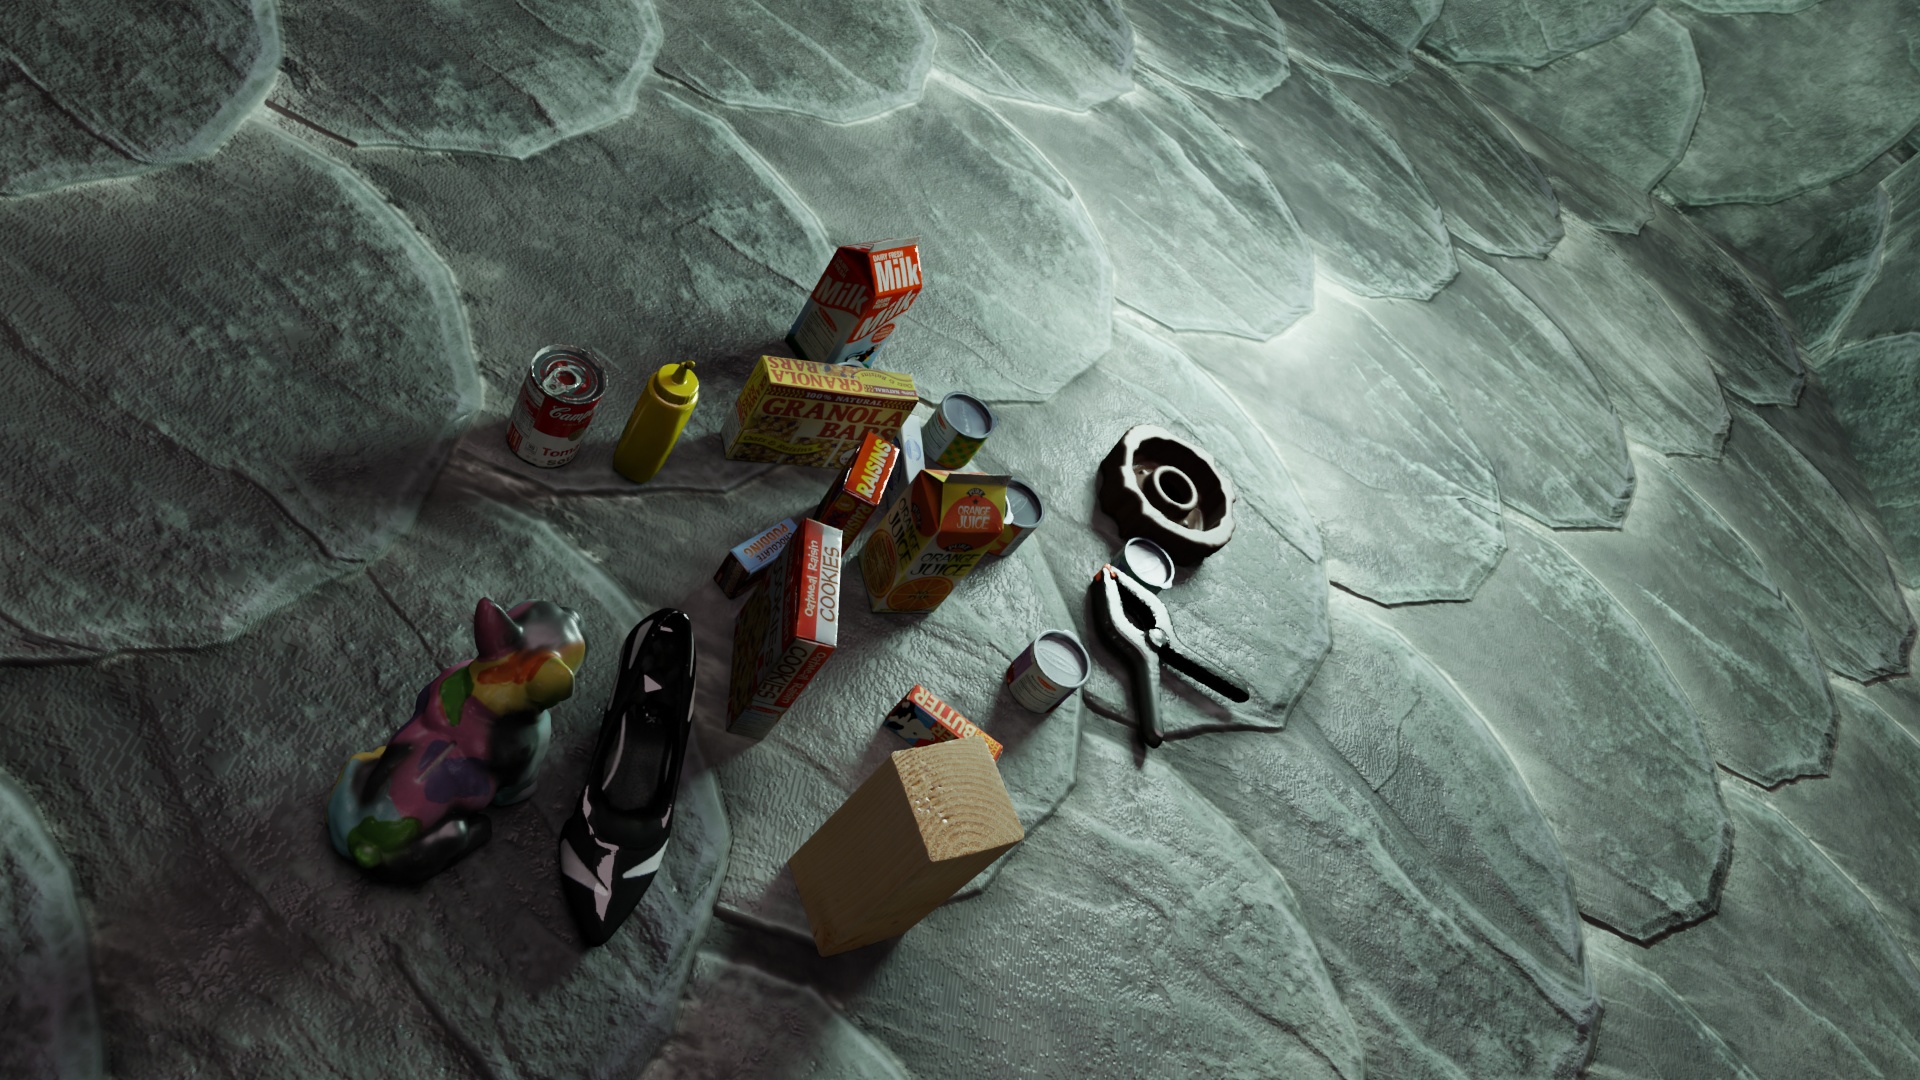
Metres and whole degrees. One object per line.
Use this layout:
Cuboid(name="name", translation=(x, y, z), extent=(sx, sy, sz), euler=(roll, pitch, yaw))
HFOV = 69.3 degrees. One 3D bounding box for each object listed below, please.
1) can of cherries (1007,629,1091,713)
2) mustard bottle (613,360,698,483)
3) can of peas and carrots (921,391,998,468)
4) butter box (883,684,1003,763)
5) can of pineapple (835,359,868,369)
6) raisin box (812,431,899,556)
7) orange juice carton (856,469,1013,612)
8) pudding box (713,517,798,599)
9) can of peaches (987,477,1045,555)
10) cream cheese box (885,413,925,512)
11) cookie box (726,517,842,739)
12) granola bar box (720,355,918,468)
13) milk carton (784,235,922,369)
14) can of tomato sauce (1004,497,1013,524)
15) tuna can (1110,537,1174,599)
Cuboid(name="can of cherries", translation=(0.090, 0.131, 1.400), extent=(0.071, 0.058, 0.072), euler=(18, 48, -21))
Cuboid(name="mustard bottle", translation=(-0.277, -0.119, 1.288), extent=(0.049, 0.159, 0.066), euler=(28, 45, -12))
Cuboid(name="can of peas and carrots", translation=(-0.002, -0.122, 1.542), extent=(0.071, 0.058, 0.071), euler=(18, 48, -21))
Cuboid(name="butter box", translation=(-0.016, 0.182, 1.295), extent=(0.103, 0.053, 0.024), euler=(36, 44, -3))
Cuboid(name="can of pineapple", translation=(-0.121, -0.149, 1.486), extent=(0.071, 0.057, 0.071), euler=(18, 48, -21))
Cuboid(name="raisin box", translation=(-0.111, -0.035, 1.356), extent=(0.040, 0.122, 0.086), euler=(29, 45, -11))
Cuboid(name="orange juice carton", translation=(-0.024, -0.008, 1.341), extent=(0.072, 0.191, 0.073), euler=(2, 55, -32))
Cuboid(name="pudding box", translation=(-0.189, 0.016, 1.316), extent=(0.030, 0.049, 0.084), euler=(48, 45, 8))
Cuboid(name="can of peaches", translation=(0.047, -0.027, 1.499), extent=(0.071, 0.057, 0.071), euler=(18, 48, -21))
Cuboid(name="cream cheese box", translation=(-0.061, -0.081, 1.475), extent=(0.024, 0.053, 0.104), euler=(12, 50, -26))
Cuboid(name="cookie box", translation=(-0.155, 0.078, 1.205), extent=(0.040, 0.166, 0.123), euler=(17, 49, -22))
Cuboid(name="granola bar box", translation=(-0.143, -0.125, 1.406), extent=(0.166, 0.123, 0.039), euler=(3, 55, -31))
Cuboid(name="milk carton", translation=(-0.107, -0.256, 1.486), extent=(0.072, 0.189, 0.073), euler=(-22, 70, -42))
Cuboid(name="can of tomato sauce", translation=(0.005, -0.018, 1.446), extent=(0.071, 0.082, 0.071), euler=(18, 48, -21))
Cuboid(name="tuna can", translation=(0.207, 0.034, 1.572), extent=(0.071, 0.032, 0.071), euler=(18, 48, -21))
